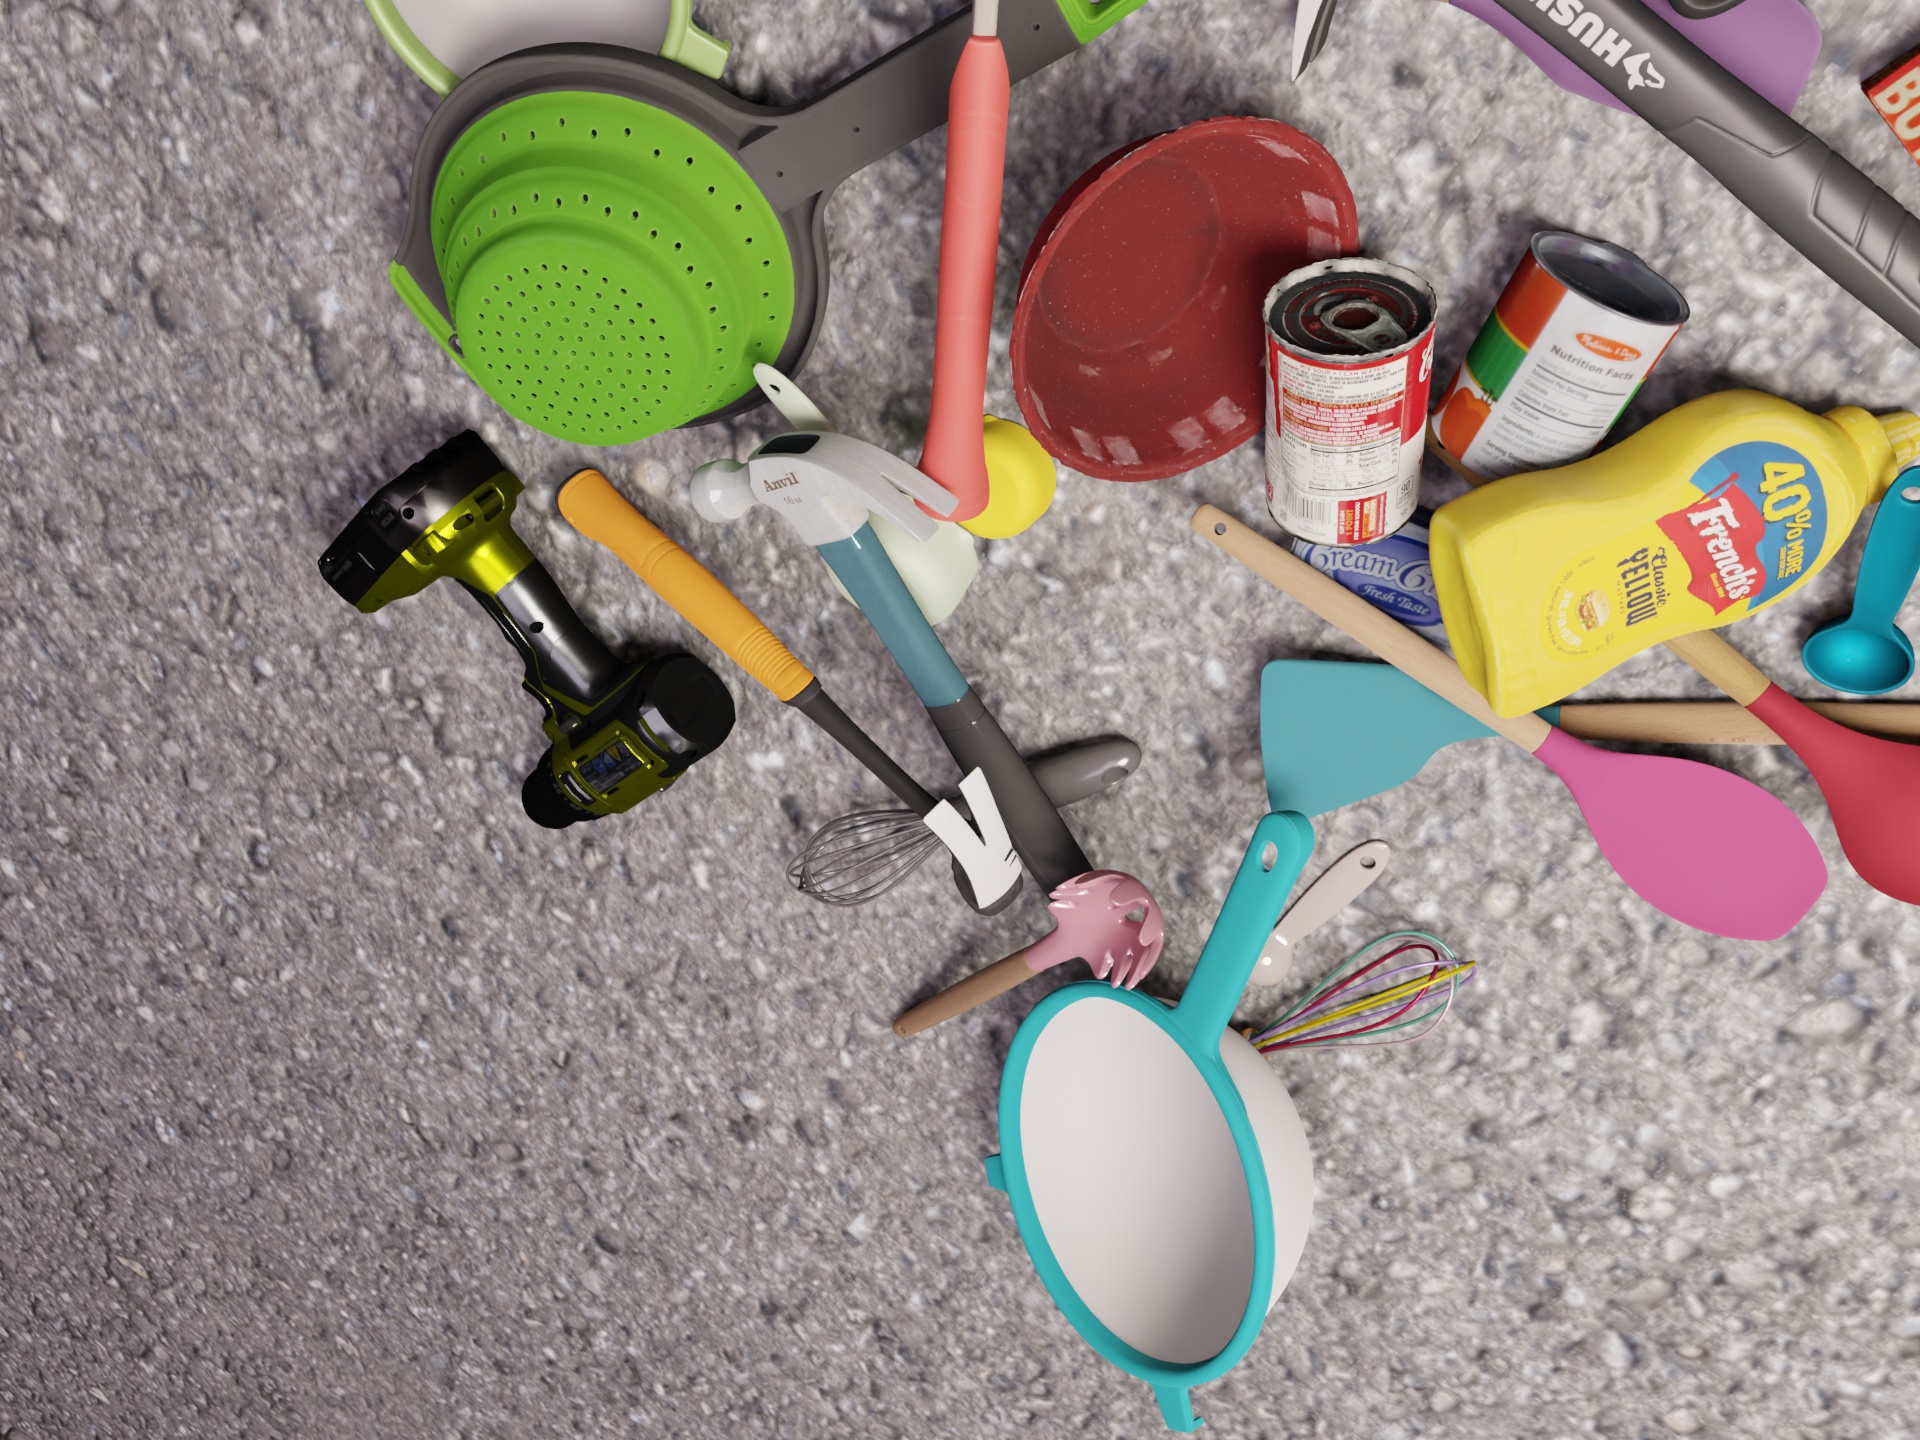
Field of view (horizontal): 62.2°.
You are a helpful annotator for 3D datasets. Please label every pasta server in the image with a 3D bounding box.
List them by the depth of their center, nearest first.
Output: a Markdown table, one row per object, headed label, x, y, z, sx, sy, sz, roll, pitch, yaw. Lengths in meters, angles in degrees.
| label | x | y | z | sx | sy | sz | roll | pitch | yaw |
| --- | --- | --- | --- | --- | --- | --- | --- | --- | --- |
| pasta server | 0.024 | 0.142 | 0.879 | 0.060 | 0.040 | 0.316 | 55 | 146 | 4 |

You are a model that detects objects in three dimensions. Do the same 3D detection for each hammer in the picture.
| label | x | y | z | sx | sy | sz | roll | pitch | yaw |
| --- | --- | --- | --- | --- | --- | --- | --- | --- | --- |
| hammer | 0.271 | -0.209 | 0.573 | 0.335 | 0.035 | 0.146 | 38 | 140 | -2 |
| hammer | 0.006 | -0.217 | 0.616 | 0.036 | 0.149 | 0.358 | 2 | 137 | -3 |
| hammer | -0.001 | -0.003 | 0.798 | 0.128 | 0.033 | 0.330 | -7 | 126 | 43 |
| hammer | -0.100 | -0.033 | 0.809 | 0.337 | 0.034 | 0.127 | 41 | 167 | 25 |

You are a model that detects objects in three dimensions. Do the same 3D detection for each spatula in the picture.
| label | x | y | z | sx | sy | sz | roll | pitch | yaw |
| --- | --- | --- | --- | --- | --- | --- | --- | --- | --- |
| spatula | 0.167 | -0.294 | 0.612 | 0.316 | 0.018 | 0.059 | 22 | 118 | 11 |
| spatula | 0.298 | 0.005 | 0.718 | 0.317 | 0.044 | 0.082 | 0 | 104 | 24 |

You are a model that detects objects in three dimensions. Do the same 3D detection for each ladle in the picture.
| label | x | y | z | sx | sy | sz | roll | pitch | yaw |
| --- | --- | --- | --- | --- | --- | --- | --- | --- | --- |
| ladle | 0.319 | -0.030 | 0.678 | 0.315 | 0.031 | 0.069 | 41 | 114 | 8 |

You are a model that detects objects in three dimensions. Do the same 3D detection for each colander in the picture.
| label | x | y | z | sx | sy | sz | roll | pitch | yaw |
| --- | --- | --- | --- | --- | --- | --- | --- | --- | --- |
| colander | -0.099 | -0.222 | 0.706 | 0.397 | 0.095 | 0.204 | -20 | 129 | 26 |

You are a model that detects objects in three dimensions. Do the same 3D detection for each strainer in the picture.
| label | x | y | z | sx | sy | sz | roll | pitch | yaw |
| --- | --- | --- | --- | --- | --- | --- | --- | --- | --- |
| strainer | -0.204 | -0.382 | 0.674 | 0.151 | 0.069 | 0.256 | -8 | 133 | 16 |
| strainer | 0.135 | 0.184 | 0.829 | 0.211 | 0.095 | 0.340 | 46 | 129 | 41 |

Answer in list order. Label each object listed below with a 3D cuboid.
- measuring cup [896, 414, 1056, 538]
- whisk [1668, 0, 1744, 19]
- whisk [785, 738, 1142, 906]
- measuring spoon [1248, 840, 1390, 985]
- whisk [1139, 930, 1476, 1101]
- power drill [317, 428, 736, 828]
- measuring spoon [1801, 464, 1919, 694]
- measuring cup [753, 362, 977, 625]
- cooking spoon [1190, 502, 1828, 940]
| label | x | y | z | sx | sy | sz | roll | pitch | yaw |
| --- | --- | --- | --- | --- | --- | --- | --- | --- | --- |
| measuring cup | -0.028 | -0.114 | 0.806 | 0.156 | 0.029 | 0.062 | -4 | 117 | 26 |
| whisk | 0.344 | -0.330 | 0.479 | 0.073 | 0.073 | 0.295 | 45 | 131 | -6 |
| whisk | -0.002 | 0.057 | 0.893 | 0.239 | 0.055 | 0.055 | -22 | 108 | 29 |
| measuring spoon | 0.186 | 0.105 | 0.848 | 0.034 | 0.018 | 0.124 | 37 | 127 | 0 |
| whisk | 0.177 | 0.173 | 0.880 | 0.051 | 0.047 | 0.245 | 48 | 130 | -10 |
| power drill | -0.259 | -0.038 | 0.935 | 0.228 | 0.080 | 0.190 | 49 | 135 | -12 |
| measuring spoon | 0.370 | -0.059 | 0.636 | 0.042 | 0.021 | 0.128 | 16 | 147 | 26 |
| measuring cup | -0.056 | -0.104 | 0.779 | 0.083 | 0.038 | 0.167 | 3 | 147 | 40 |
| cooking spoon | 0.239 | -0.006 | 0.714 | 0.319 | 0.017 | 0.068 | 35 | 108 | 7 |
